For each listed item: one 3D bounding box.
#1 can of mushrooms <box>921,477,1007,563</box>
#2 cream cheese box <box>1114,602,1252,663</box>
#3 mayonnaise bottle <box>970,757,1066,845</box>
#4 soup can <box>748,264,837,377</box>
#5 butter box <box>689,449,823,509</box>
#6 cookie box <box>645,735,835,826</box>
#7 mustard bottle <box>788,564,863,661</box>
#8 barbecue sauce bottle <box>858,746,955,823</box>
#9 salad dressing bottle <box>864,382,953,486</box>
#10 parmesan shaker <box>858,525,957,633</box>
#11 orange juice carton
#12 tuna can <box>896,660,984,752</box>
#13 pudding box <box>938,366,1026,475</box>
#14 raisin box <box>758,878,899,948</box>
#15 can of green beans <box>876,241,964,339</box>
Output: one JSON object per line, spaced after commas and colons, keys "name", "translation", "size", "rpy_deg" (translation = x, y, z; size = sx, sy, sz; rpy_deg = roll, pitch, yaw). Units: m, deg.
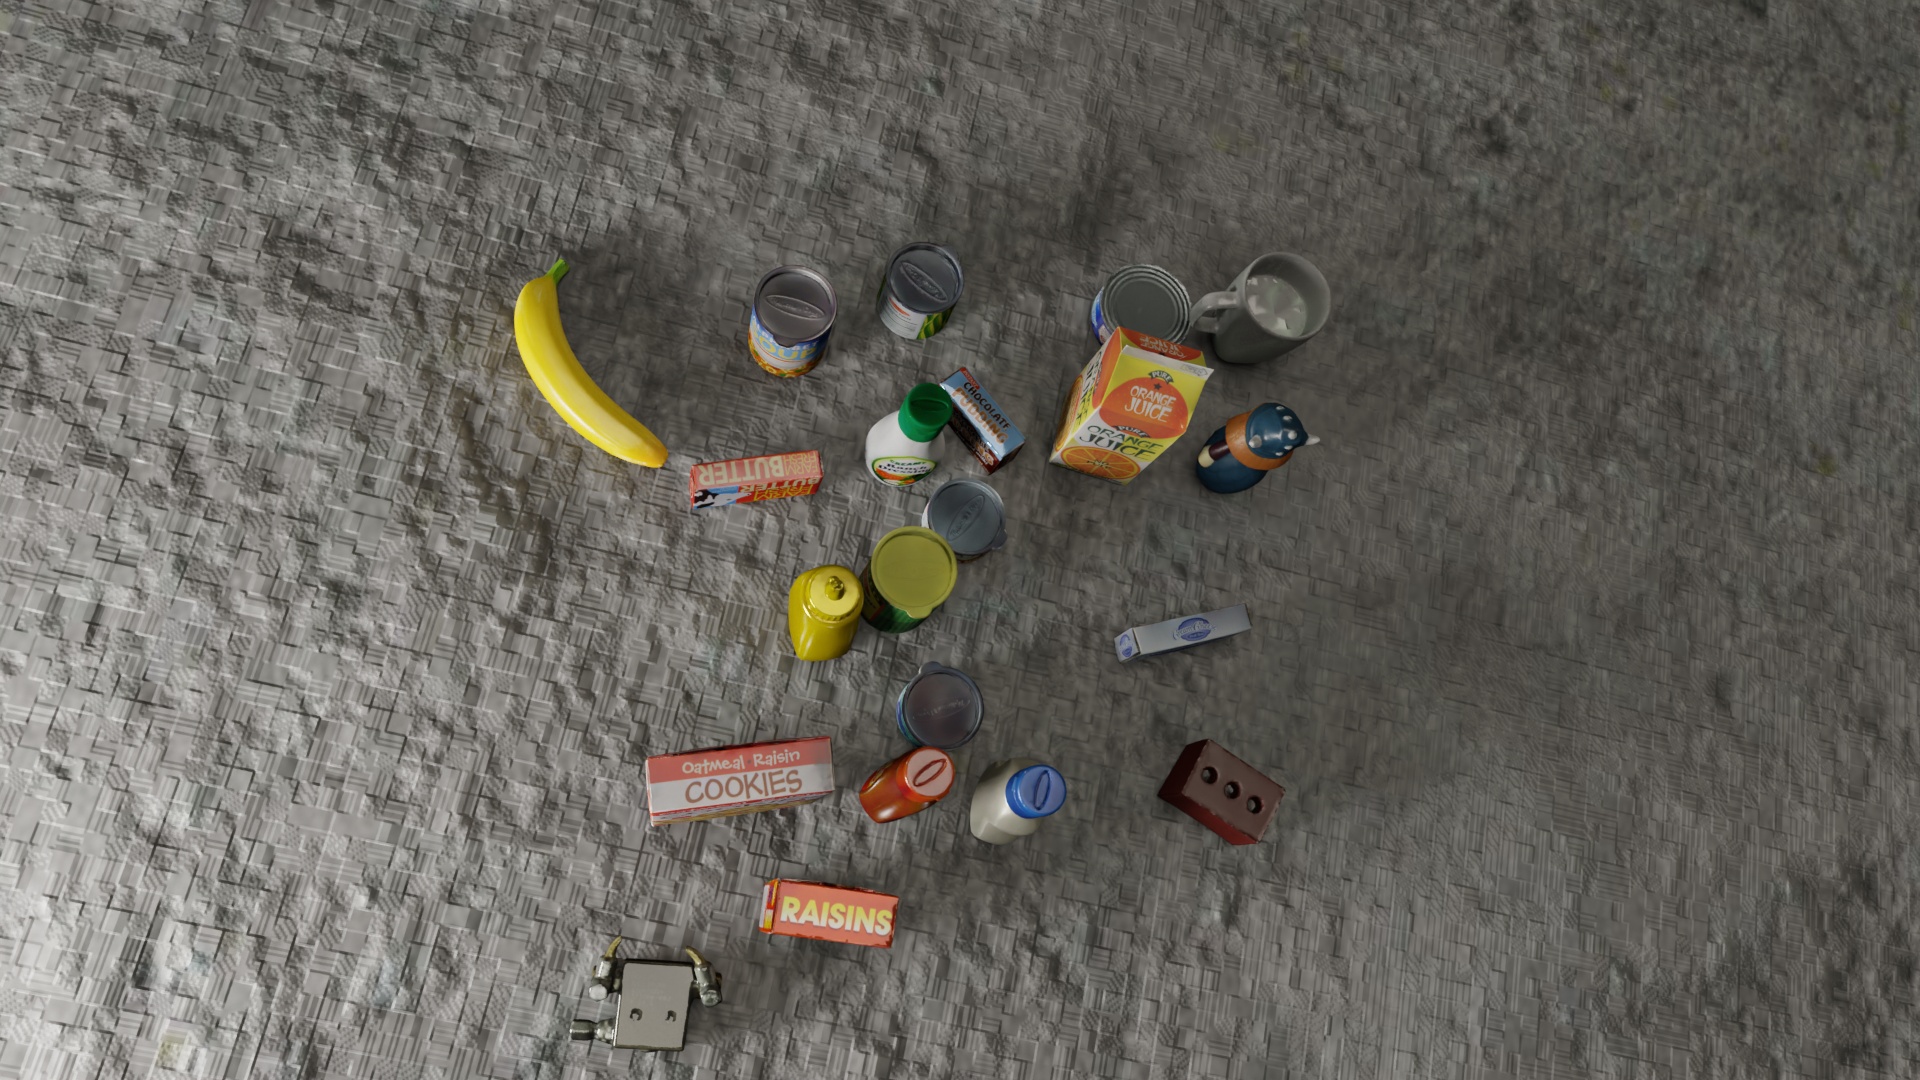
{"name": "can of mushrooms", "translation": [0.004, -0.014, 1.149], "size": [0.071, 0.033, 0.071], "rpy_deg": [3, 75, -11]}
{"name": "cream cheese box", "translation": [0.184, 0.077, 1.153], "size": [0.104, 0.053, 0.024], "rpy_deg": [-11, 78, -15]}
{"name": "mayonnaise bottle", "translation": [0.043, 0.193, 1.041], "size": [0.041, 0.147, 0.065], "rpy_deg": [18, 73, -7]}
{"name": "soup can", "translation": [-0.139, -0.175, 1.135], "size": [0.071, 0.083, 0.071], "rpy_deg": [3, 75, -11]}
{"name": "butter box", "translation": [-0.164, -0.049, 1.112], "size": [0.104, 0.053, 0.024], "rpy_deg": [-8, 78, -14]}
{"name": "cookie box", "translation": [-0.161, 0.173, 0.993], "size": [0.123, 0.167, 0.040], "rpy_deg": [-5, 77, -13]}
{"name": "mustard bottle", "translation": [-0.100, 0.050, 1.043], "size": [0.049, 0.159, 0.065], "rpy_deg": [-6, 77, -14]}
{"name": "barbecue sauce bottle", "translation": [-0.035, 0.179, 1.028], "size": [0.065, 0.148, 0.043], "rpy_deg": [-34, 85, -18]}
{"name": "salad dressing bottle", "translation": [-0.038, -0.083, 1.098], "size": [0.064, 0.147, 0.044], "rpy_deg": [5, 75, -11]}
{"name": "parmesan shaker", "translation": [-0.045, 0.036, 1.089], "size": [0.071, 0.102, 0.071], "rpy_deg": [3, 75, -11]}
{"name": "orange juice carton", "translation": [0.136, -0.112, 1.120], "size": [0.072, 0.192, 0.073], "rpy_deg": [16, 73, -8]}
{"name": "tuna can", "translation": [-0.018, 0.133, 1.105], "size": [0.071, 0.032, 0.071], "rpy_deg": [3, 75, -11]}
{"name": "pudding box", "translation": [0.015, -0.100, 1.166], "size": [0.030, 0.049, 0.084], "rpy_deg": [-37, 86, -18]}
{"name": "raisin box", "translation": [-0.097, 0.269, 1.004], "size": [0.086, 0.123, 0.040], "rpy_deg": [11, 74, -9]}
{"name": "can of green beans", "translation": [-0.035, -0.211, 1.181], "size": [0.071, 0.057, 0.071], "rpy_deg": [3, 75, -11]}
